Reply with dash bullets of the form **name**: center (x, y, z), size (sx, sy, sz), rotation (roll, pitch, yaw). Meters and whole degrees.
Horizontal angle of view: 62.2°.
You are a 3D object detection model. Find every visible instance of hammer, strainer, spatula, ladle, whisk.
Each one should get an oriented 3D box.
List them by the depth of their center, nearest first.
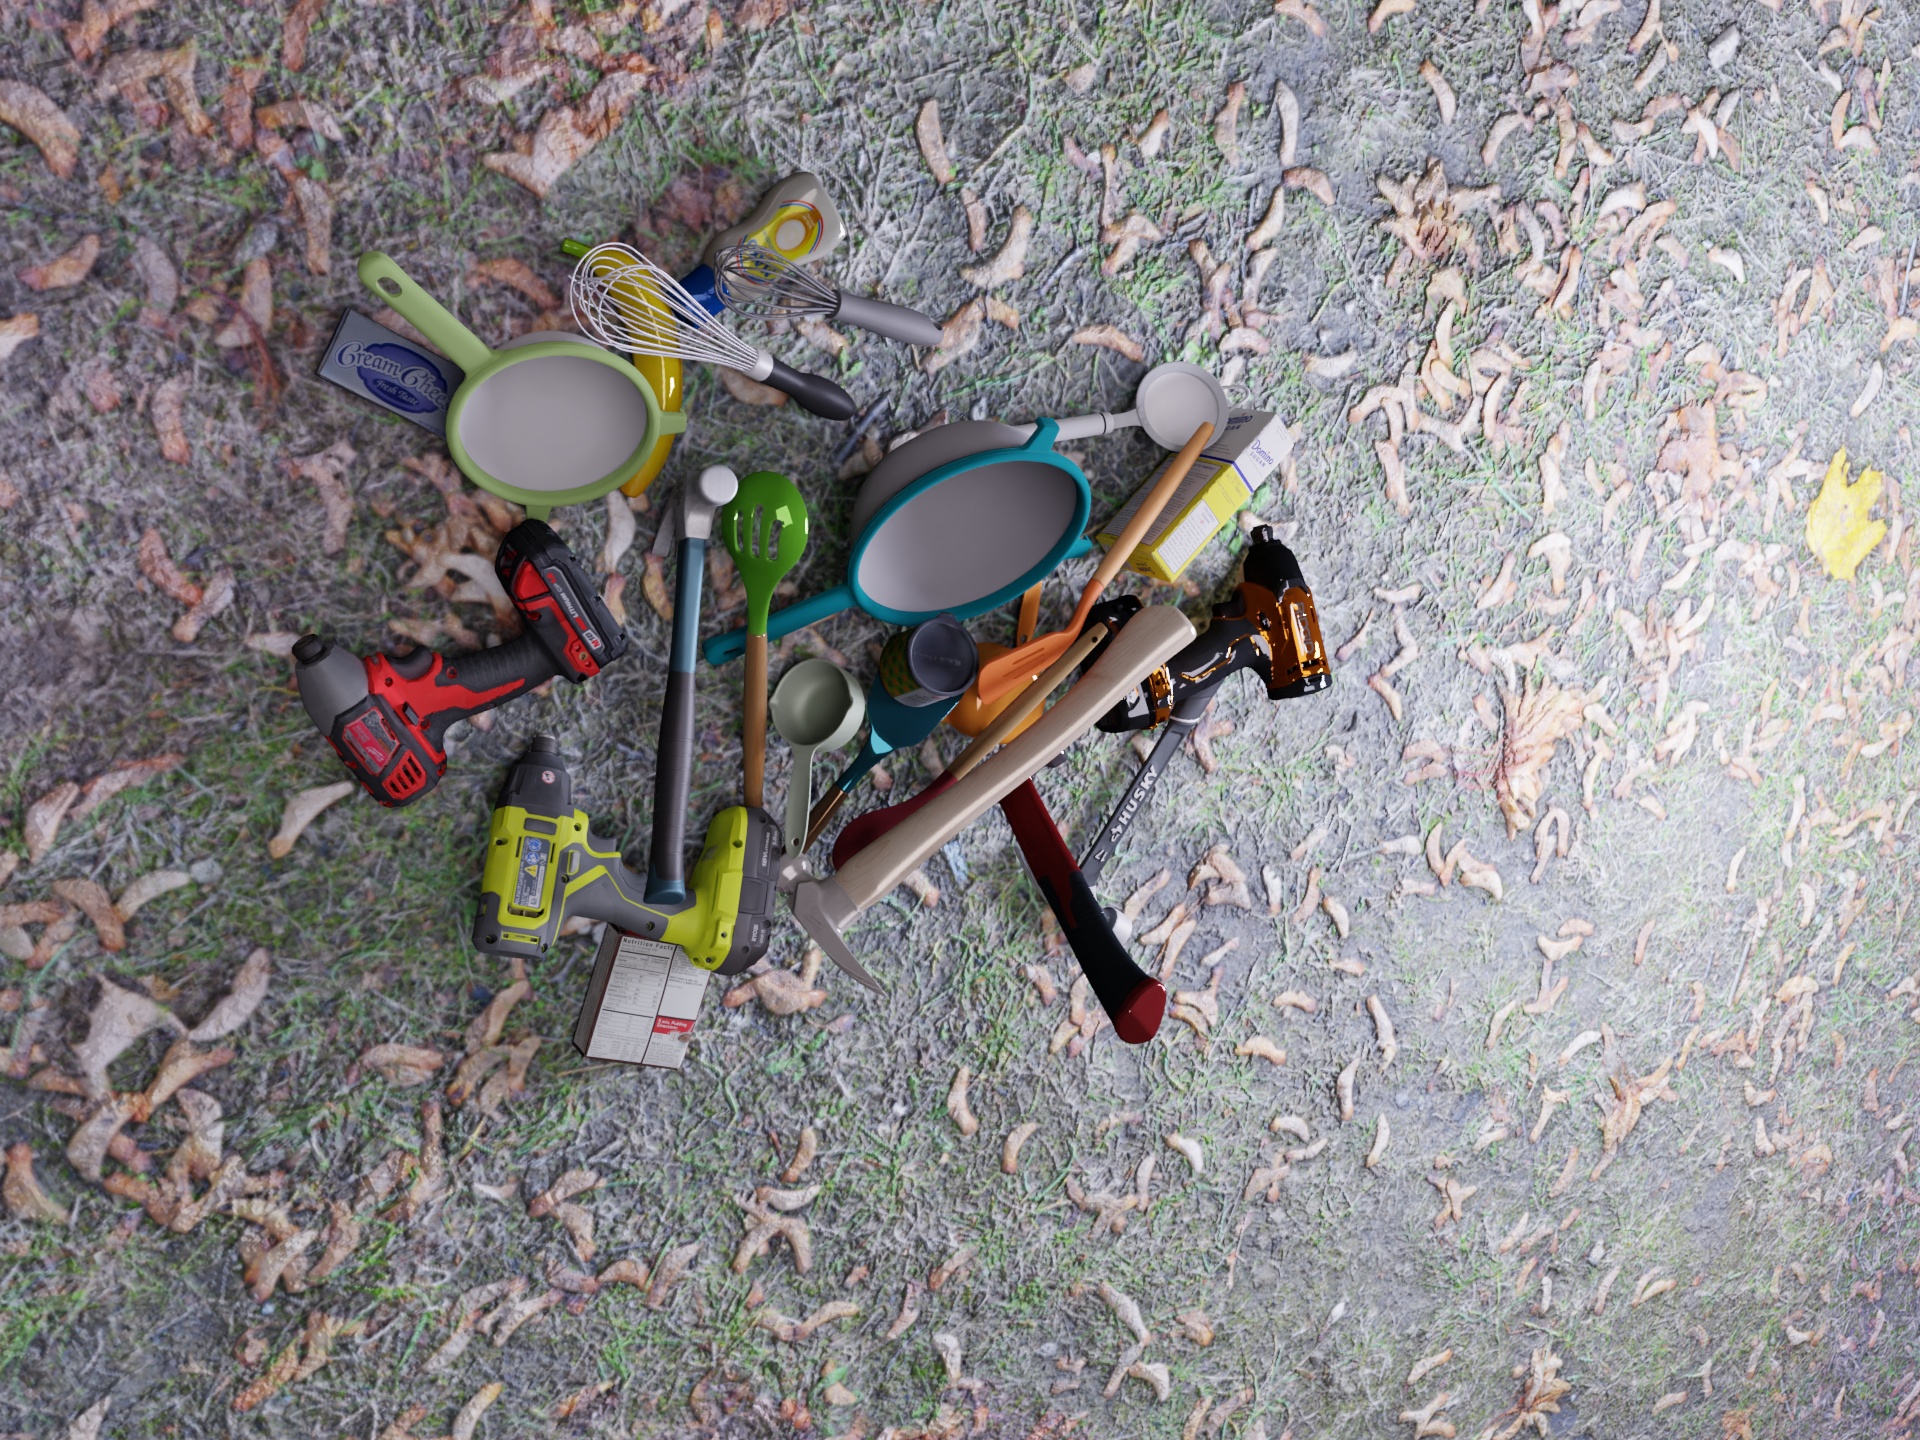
- **strainer**: center (-0.325, -0.255, 1.121), size (0.151, 0.069, 0.256), rotation (-30, 142, 14)
- **whisk**: center (-0.177, -0.281, 1.199), size (0.284, 0.070, 0.070), rotation (16, 95, -50)
- **hammer**: center (-0.213, -0.023, 1.210), size (0.033, 0.128, 0.331), rotation (5, 89, -24)
- **whisk**: center (-0.097, -0.324, 1.243), size (0.238, 0.055, 0.055), rotation (2, 102, -46)
- **hammer**: center (0.068, 0.136, 1.272), size (0.143, 0.387, 0.038), rotation (-35, 119, 5)
- **strainer**: center (-0.065, -0.150, 1.305), size (0.340, 0.095, 0.210), rotation (-24, 152, 2)
- **hammer**: center (0.039, 0.050, 1.317), size (0.410, 0.146, 0.038), rotation (-39, 150, -8)
- **spatula**: center (-0.117, 0.076, 1.353), size (0.082, 0.044, 0.317), rotation (36, 95, -19)
- **spatula**: center (0.122, -0.140, 1.367), size (0.323, 0.041, 0.081), rotation (-54, 165, -16)
- **ladle**: center (0.012, 0.029, 1.373), size (0.315, 0.031, 0.069), rotation (-45, 114, 0)
- **strainer**: center (0.134, -0.265, 1.410), size (0.258, 0.050, 0.087), rotation (-12, 81, -19)
- **hammer**: center (0.199, 0.011, 1.516), size (0.149, 0.036, 0.409), rotation (34, 85, -29)

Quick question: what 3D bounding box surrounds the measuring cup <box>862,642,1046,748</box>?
- **measuring cup**: center (-0.002, -0.004, 1.393), size (0.173, 0.052, 0.095), rotation (-27, 113, -22)

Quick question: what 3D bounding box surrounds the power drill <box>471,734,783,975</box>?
- **power drill**: center (-0.261, 0.112, 1.261), size (0.223, 0.080, 0.171), rotation (14, 72, -28)

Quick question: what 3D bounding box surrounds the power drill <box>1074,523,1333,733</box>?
- **power drill**: center (0.222, -0.084, 1.456), size (0.226, 0.084, 0.164), rotation (-14, 91, -17)

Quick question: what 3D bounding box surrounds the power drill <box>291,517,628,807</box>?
- **power drill**: center (-0.371, -0.048, 1.172), size (0.219, 0.079, 0.143), rotation (-35, 123, -12)

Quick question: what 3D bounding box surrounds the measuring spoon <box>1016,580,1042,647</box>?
- **measuring spoon**: center (0.062, -0.116, 1.427), size (0.021, 0.011, 0.117), rotation (-3, 107, -39)

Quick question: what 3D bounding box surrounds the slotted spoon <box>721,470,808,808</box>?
- **slotted spoon**: center (-0.160, -0.048, 1.263), size (0.070, 0.031, 0.313), rotation (14, 123, 11)

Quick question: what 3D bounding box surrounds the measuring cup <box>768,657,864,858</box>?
- **measuring cup**: center (-0.120, 0.033, 1.312), size (0.038, 0.083, 0.168), rotation (26, 67, -60)
